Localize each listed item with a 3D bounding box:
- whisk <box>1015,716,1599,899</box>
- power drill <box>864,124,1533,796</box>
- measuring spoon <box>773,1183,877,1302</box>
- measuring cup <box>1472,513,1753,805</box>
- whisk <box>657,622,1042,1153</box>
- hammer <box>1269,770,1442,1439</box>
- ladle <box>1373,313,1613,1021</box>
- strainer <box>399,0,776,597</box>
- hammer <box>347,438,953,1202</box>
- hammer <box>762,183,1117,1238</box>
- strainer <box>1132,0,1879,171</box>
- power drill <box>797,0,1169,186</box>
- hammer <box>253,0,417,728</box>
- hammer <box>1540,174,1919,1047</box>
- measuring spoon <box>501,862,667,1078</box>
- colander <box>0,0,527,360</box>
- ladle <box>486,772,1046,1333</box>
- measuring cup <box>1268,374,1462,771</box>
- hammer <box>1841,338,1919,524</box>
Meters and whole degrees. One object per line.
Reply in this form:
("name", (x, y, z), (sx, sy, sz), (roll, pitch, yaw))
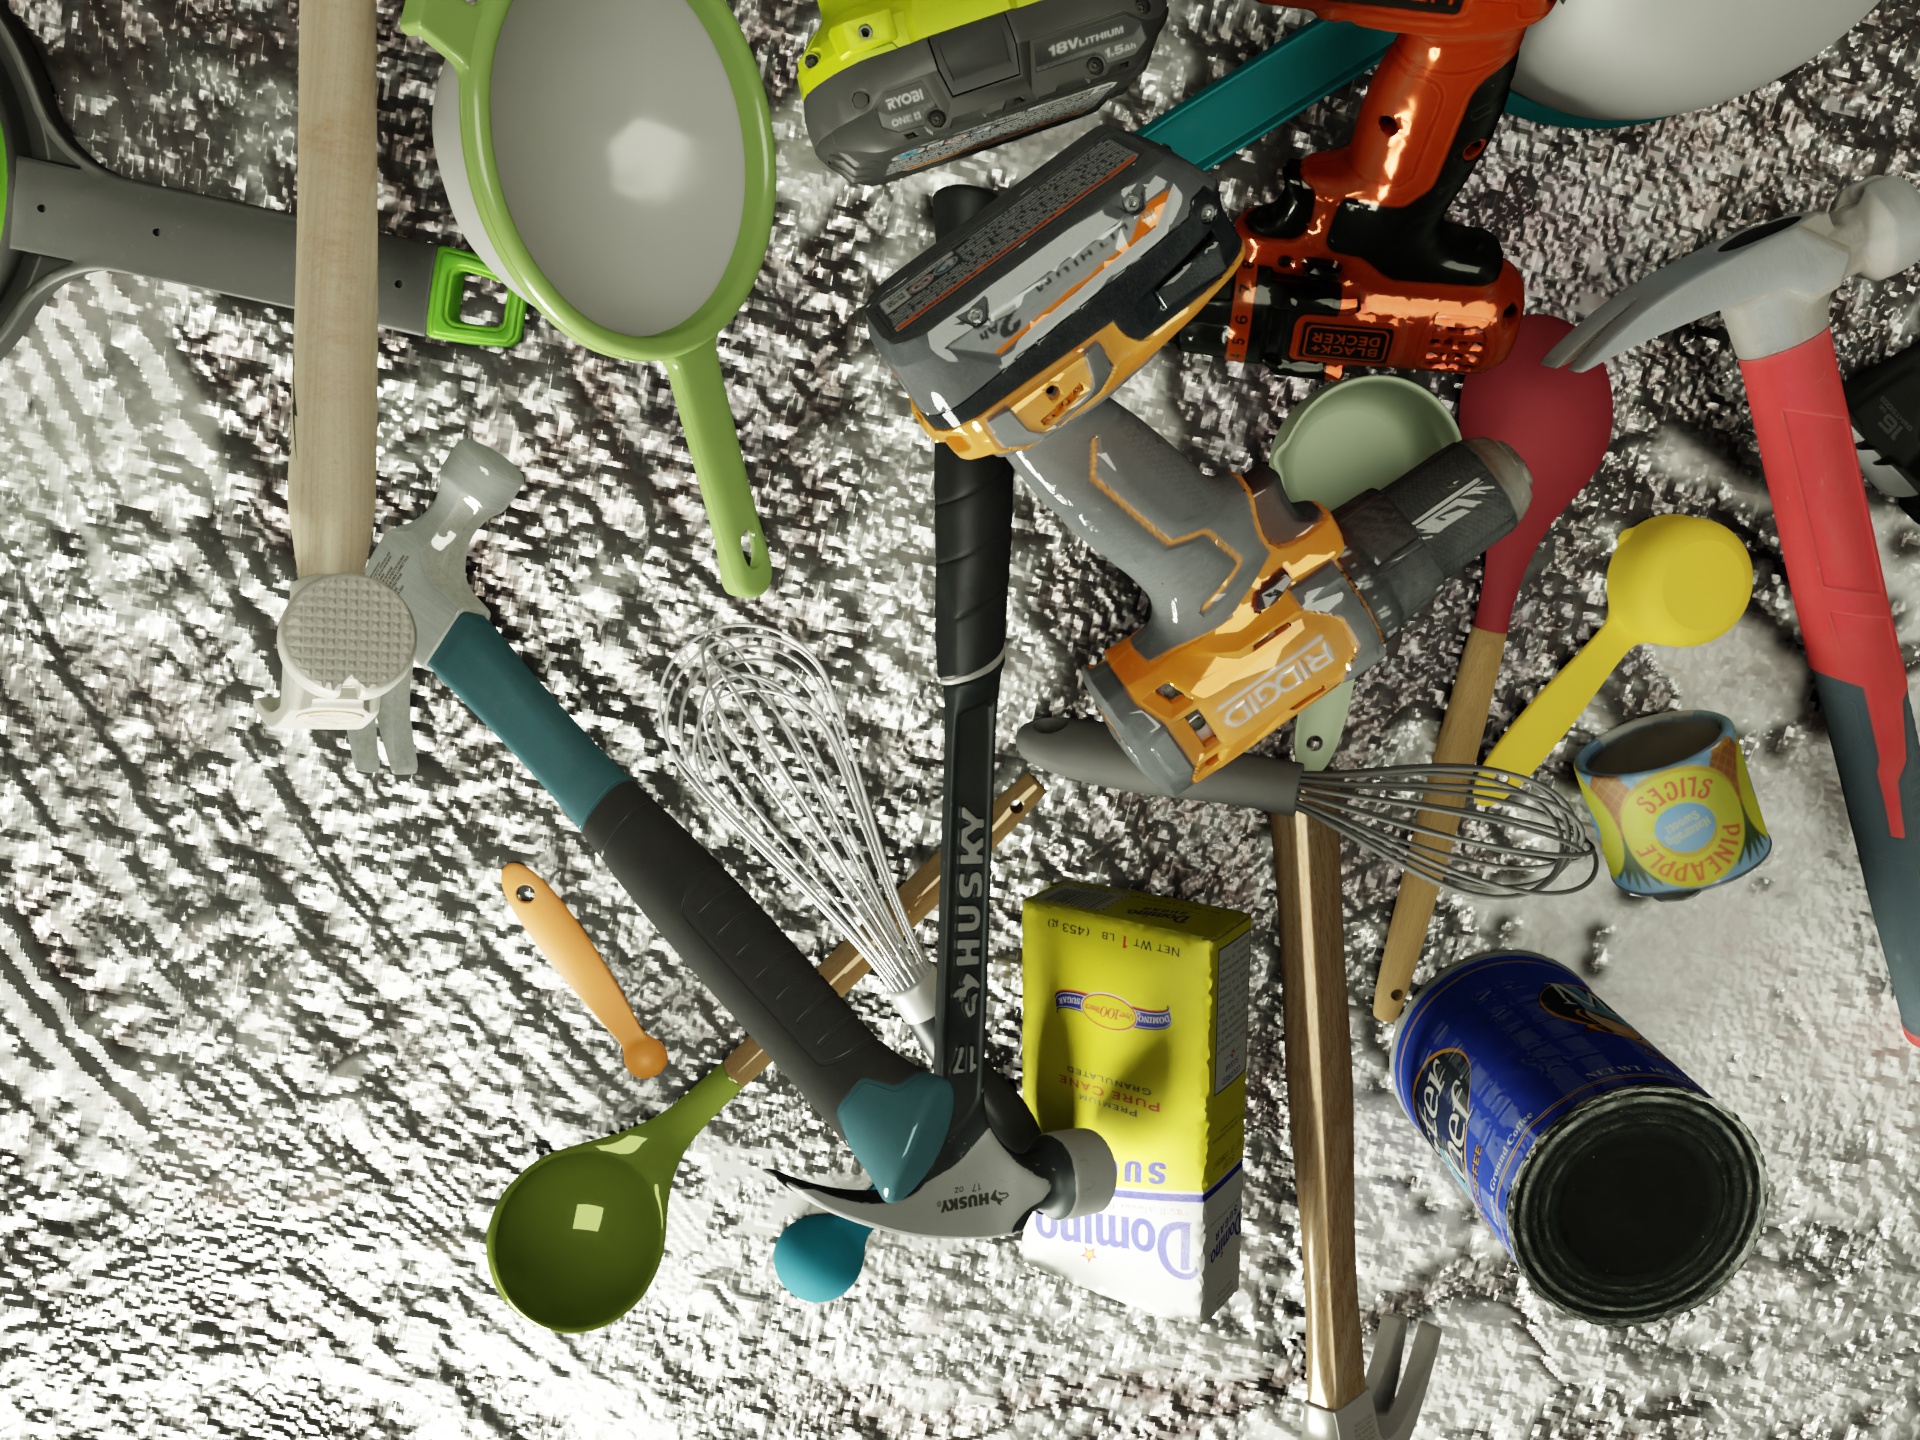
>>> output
("whisk", (0.136, 0.031, 0.649), (0.239, 0.055, 0.055), (11, 103, 17))
("power drill", (0.095, -0.098, 0.573), (0.185, 0.084, 0.226), (-35, 121, 6))
("measuring spoon", (-0.033, 0.222, 0.726), (0.128, 0.021, 0.042), (-42, 102, 7))
("measuring cup", (0.276, -0.022, 0.676), (0.062, 0.029, 0.156), (41, 89, -14))
("whisk", (-0.031, 0.085, 0.650), (0.070, 0.070, 0.284), (-29, 105, 3))
("hammer", (0.162, 0.187, 0.702), (0.130, 0.031, 0.331), (-8, 96, -44))
("ladle", (0.220, -0.015, 0.687), (0.069, 0.031, 0.315), (8, 104, -9))
("strainer", (-0.130, -0.164, 0.610), (0.069, 0.151, 0.256), (9, 126, 32))
("hammer", (-0.121, 0.041, 0.589), (0.331, 0.033, 0.128), (43, 104, 21))
("hammer", (-0.001, -0.002, 0.620), (0.149, 0.036, 0.409), (2, 89, -35))
("strainer", (0.208, -0.268, 0.565), (0.340, 0.095, 0.210), (-29, 126, 14))
("power drill", (-0.014, -0.327, 0.576), (0.171, 0.080, 0.223), (-20, 101, -3))
("hammer", (-0.218, -0.202, 0.551), (0.038, 0.146, 0.411), (2, 82, -28))
("hammer", (0.361, -0.013, 0.664), (0.143, 0.038, 0.386), (-25, 110, 0))
("measuring spoon", (-0.166, 0.111, 0.698), (0.021, 0.011, 0.117), (-31, 103, 4))
("colander", (-0.363, -0.191, 0.573), (0.397, 0.094, 0.204), (11, 102, -6))
("ladle", (-0.079, 0.140, 0.689), (0.320, 0.062, 0.078), (-44, 103, 4))
("measuring cup", (0.158, -0.061, 0.667), (0.083, 0.038, 0.167), (7, 104, -5))
("hammer", (0.479, -0.243, 0.646), (0.127, 0.034, 0.337), (40, 97, -12))
